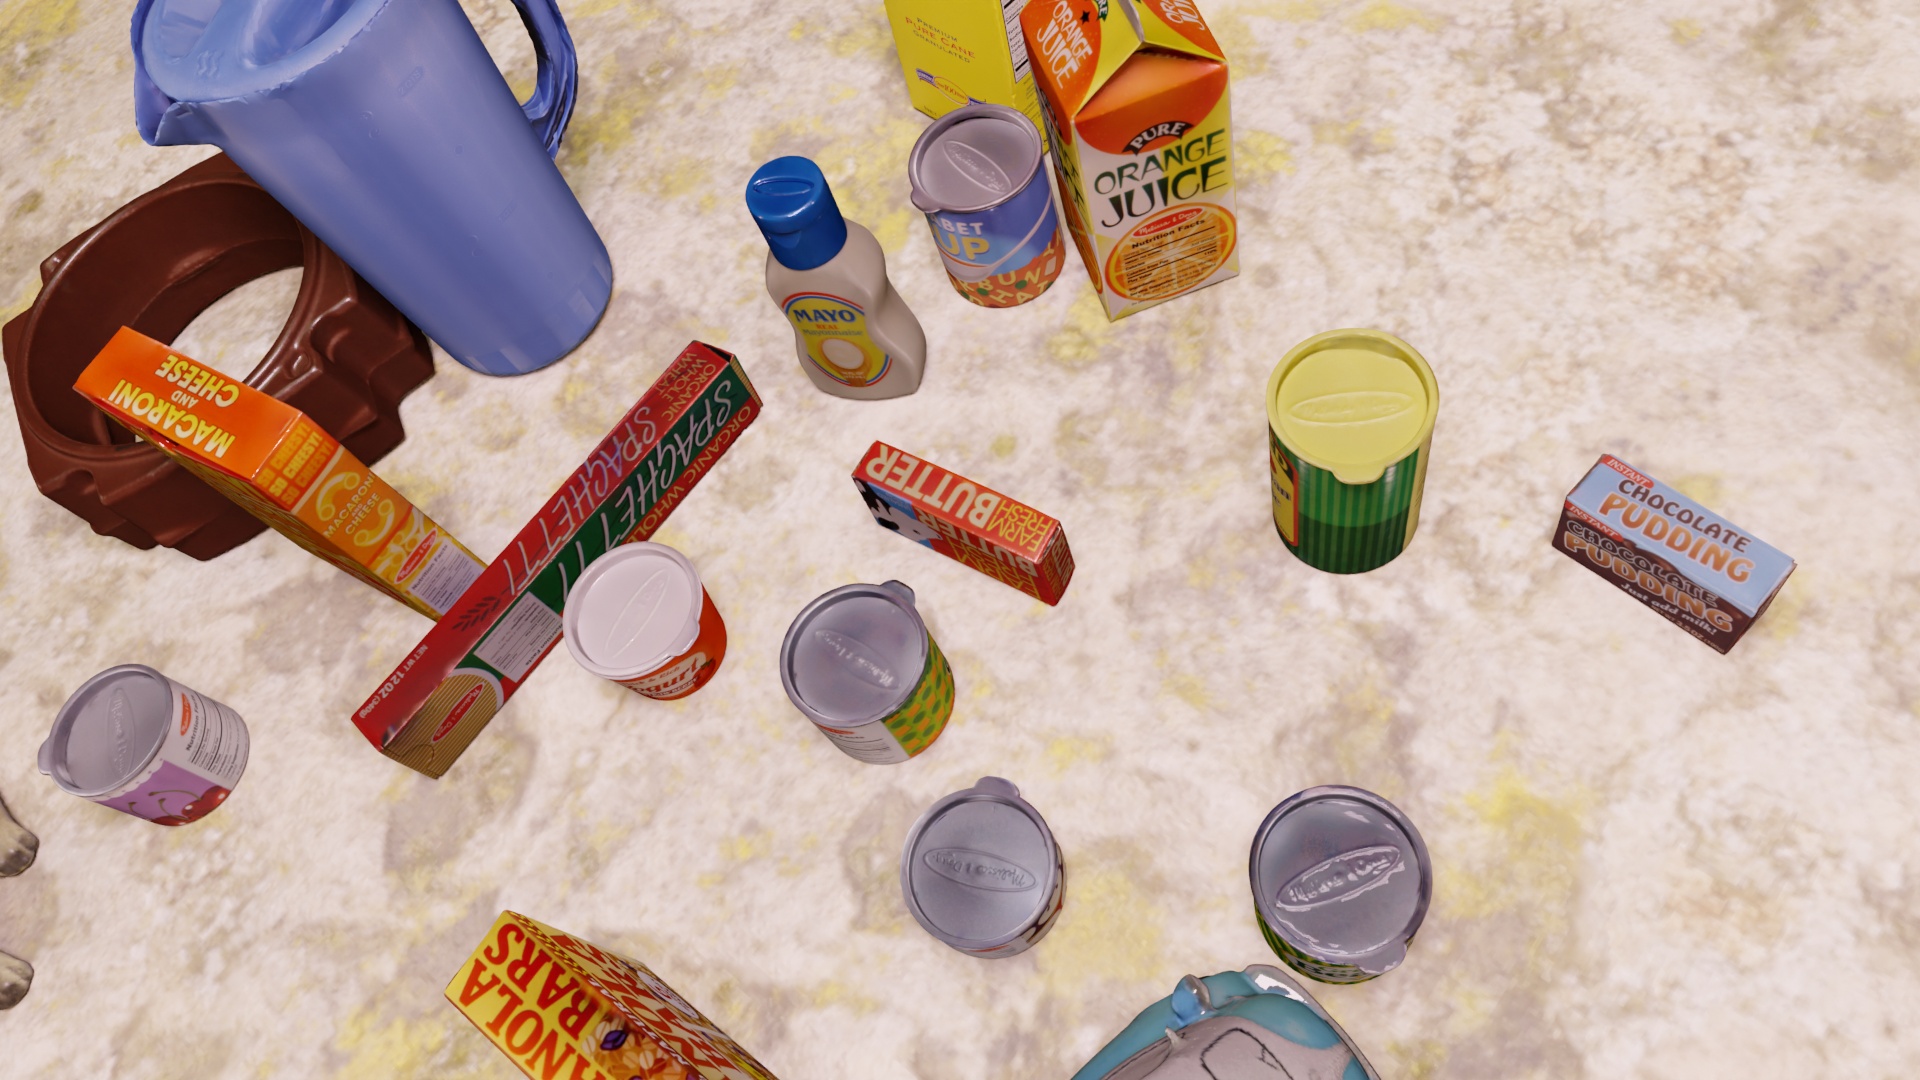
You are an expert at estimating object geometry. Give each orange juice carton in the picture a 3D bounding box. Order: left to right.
[{"bbox_3d":[0.079,-0.192,0.640,0.073,0.192,0.072,-21,61,3],"label":"orange juice carton"}]

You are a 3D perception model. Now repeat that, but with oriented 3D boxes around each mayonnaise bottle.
[{"bbox_3d":[-0.061,-0.121,0.663,0.065,0.147,0.041,3,65,15],"label":"mayonnaise bottle"}]

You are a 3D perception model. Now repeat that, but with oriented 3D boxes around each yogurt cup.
[{"bbox_3d":[-0.145,0.041,0.656,0.072,0.053,0.072,-5,63,11],"label":"yogurt cup"}]

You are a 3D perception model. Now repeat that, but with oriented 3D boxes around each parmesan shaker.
[{"bbox_3d":[0.165,-0.032,0.591,0.071,0.102,0.071,-5,63,11],"label":"parmesan shaker"}]

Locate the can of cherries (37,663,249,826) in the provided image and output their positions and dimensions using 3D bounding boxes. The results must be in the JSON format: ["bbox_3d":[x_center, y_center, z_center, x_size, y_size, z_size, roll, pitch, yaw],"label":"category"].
[{"bbox_3d":[-0.400,0.102,0.683,0.071,0.058,0.072,-5,63,11],"label":"can of cherries"}]

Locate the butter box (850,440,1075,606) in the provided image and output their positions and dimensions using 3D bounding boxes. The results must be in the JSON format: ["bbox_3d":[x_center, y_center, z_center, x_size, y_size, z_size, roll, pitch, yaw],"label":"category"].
[{"bbox_3d":[0.002,-0.008,0.646,0.103,0.053,0.024,25,72,23],"label":"butter box"}]

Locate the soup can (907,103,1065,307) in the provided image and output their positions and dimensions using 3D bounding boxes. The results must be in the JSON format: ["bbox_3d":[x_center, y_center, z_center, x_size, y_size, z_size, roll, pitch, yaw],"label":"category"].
[{"bbox_3d":[0.013,-0.166,0.705,0.071,0.083,0.071,-5,63,11],"label":"soup can"}]

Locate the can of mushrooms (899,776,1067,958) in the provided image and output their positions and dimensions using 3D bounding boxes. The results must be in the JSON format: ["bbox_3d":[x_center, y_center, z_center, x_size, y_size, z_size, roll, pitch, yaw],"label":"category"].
[{"bbox_3d":[0.011,0.137,0.582,0.071,0.033,0.071,-5,63,11],"label":"can of mushrooms"}]

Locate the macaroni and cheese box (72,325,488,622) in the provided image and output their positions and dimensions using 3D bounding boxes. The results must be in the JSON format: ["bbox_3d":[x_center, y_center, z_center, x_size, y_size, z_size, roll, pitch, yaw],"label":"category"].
[{"bbox_3d":[-0.315,-0.024,0.665,0.124,0.166,0.040,23,72,23],"label":"macaroni and cheese box"}]

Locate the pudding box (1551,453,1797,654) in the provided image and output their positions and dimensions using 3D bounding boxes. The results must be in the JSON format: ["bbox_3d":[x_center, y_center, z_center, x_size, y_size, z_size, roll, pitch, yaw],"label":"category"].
[{"bbox_3d":[0.291,0.005,0.572,0.084,0.049,0.030,39,78,27],"label":"pudding box"}]

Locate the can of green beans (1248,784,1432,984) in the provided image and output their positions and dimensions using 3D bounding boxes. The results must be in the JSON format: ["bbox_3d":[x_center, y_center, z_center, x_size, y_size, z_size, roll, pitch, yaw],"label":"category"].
[{"bbox_3d":[0.146,0.134,0.537,0.071,0.057,0.071,-5,63,11],"label":"can of green beans"}]

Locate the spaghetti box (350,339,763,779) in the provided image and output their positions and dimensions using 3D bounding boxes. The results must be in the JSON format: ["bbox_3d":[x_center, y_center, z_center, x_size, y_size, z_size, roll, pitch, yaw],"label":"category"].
[{"bbox_3d":[-0.192,0.006,0.687,0.029,0.050,0.251,32,75,25],"label":"spaghetti box"}]

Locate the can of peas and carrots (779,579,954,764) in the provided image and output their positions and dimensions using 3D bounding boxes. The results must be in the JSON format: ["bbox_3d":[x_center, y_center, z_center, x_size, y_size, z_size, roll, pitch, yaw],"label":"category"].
[{"bbox_3d":[-0.039,0.058,0.619,0.071,0.058,0.071,-5,63,11],"label":"can of peas and carrots"}]

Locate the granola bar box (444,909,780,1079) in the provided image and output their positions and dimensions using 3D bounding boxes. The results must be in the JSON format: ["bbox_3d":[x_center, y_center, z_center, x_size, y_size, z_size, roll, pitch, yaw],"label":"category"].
[{"bbox_3d":[-0.099,0.212,0.519,0.166,0.123,0.039,31,75,25],"label":"granola bar box"}]
